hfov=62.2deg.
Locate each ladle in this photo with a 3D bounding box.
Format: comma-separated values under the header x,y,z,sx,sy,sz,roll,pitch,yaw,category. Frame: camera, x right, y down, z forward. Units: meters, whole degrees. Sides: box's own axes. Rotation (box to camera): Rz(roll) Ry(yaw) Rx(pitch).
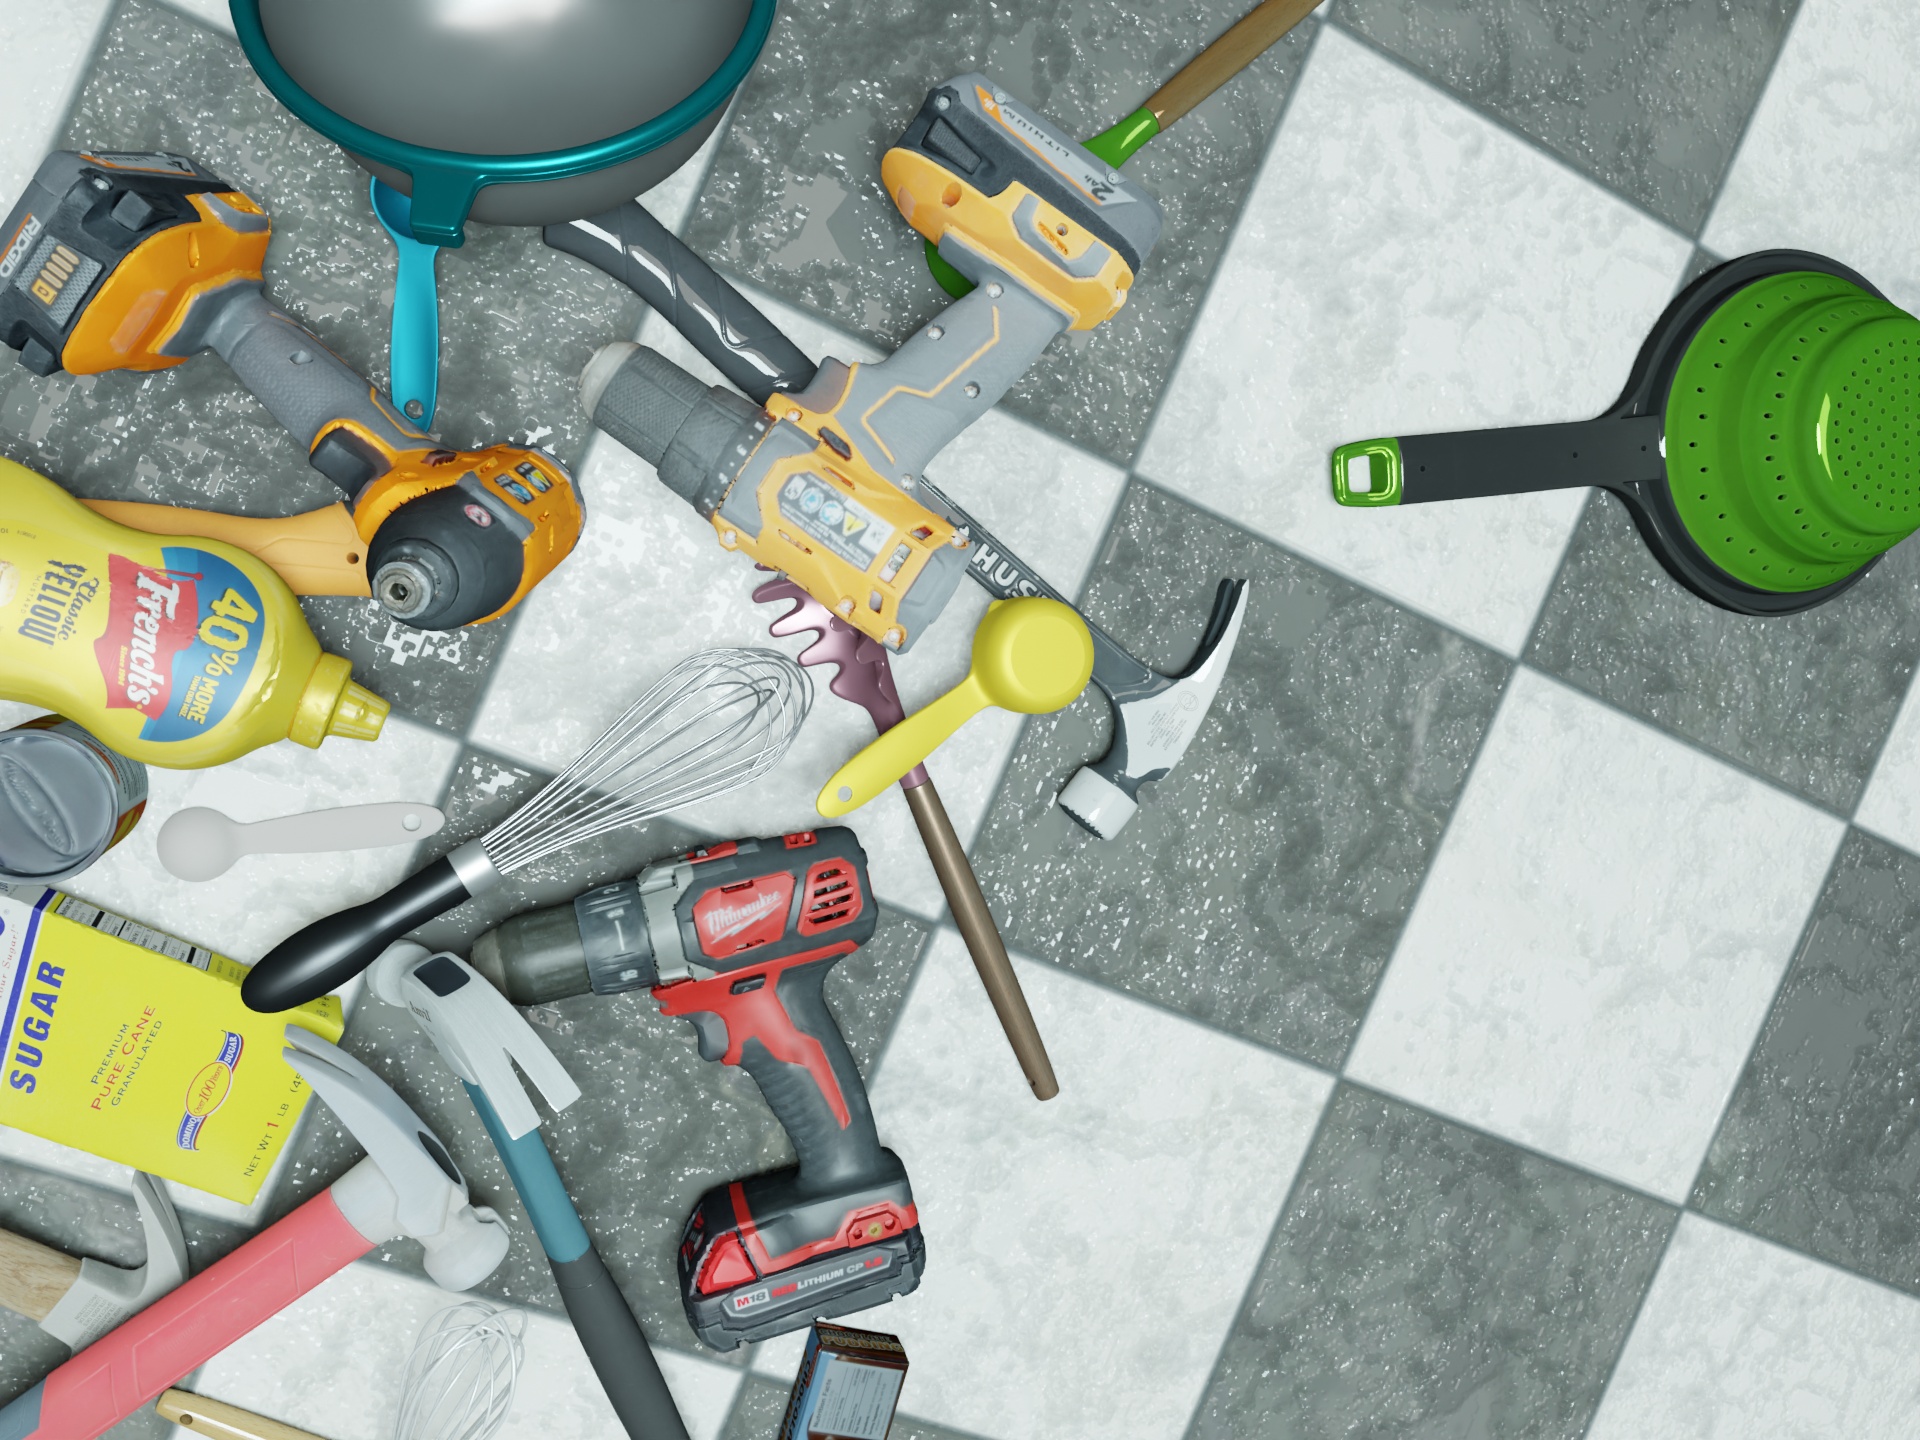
x,y,z,sx,sy,sz,roll,pitch,yaw,category
-0.239,0.390,0.776,0.315,0.031,0.069,29,93,-14,ladle

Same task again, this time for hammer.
x,y,z,sx,sy,sz,roll,pitch,yaw,category
-0.396,0.288,0.676,0.386,0.038,0.143,-34,114,-7,hammer
-0.179,0.256,0.744,0.033,0.128,0.330,-31,113,-33,hammer
-0.418,-0.074,0.670,0.336,0.034,0.127,3,95,-15,hammer
-0.030,-0.121,0.764,0.408,0.036,0.149,40,85,-15,hammer
-0.476,0.186,0.654,0.331,0.031,0.130,40,87,-27,hammer

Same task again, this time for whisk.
x,y,z,sx,sy,sz,roll,pitch,yaw,category
-0.261,0.362,0.732,0.058,0.059,0.246,38,109,24,whisk
-0.190,0.049,0.717,0.284,0.070,0.070,-32,103,-15,whisk

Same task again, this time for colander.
x,y,z,sx,sy,sz,roll,pitch,yaw,category
0.393,-0.146,0.838,0.397,0.094,0.204,-7,98,-14,colander

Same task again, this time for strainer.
x,y,z,sx,sy,sz,roll,pitch,yaw,category
-0.132,-0.314,0.683,0.340,0.095,0.211,-35,74,-20,strainer

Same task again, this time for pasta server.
x,y,z,sx,sy,sz,roll,pitch,yaw,category
-0.018,0.058,0.787,0.040,0.060,0.316,-32,108,-31,pasta server

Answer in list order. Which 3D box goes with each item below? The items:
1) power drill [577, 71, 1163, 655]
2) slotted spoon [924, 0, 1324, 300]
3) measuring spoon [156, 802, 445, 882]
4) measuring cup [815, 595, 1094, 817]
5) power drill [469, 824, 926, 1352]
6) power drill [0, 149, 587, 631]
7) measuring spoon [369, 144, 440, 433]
x,y,z,sx,sy,sz,roll,pitch,yaw,category
-0.040,-0.168,0.700,0.185,0.084,0.226,33,86,-5,power drill
0.111,-0.313,0.782,0.314,0.031,0.070,-41,99,-8,slotted spoon
-0.300,0.052,0.724,0.124,0.018,0.034,-6,98,-14,measuring spoon
-0.001,-0.002,0.740,0.156,0.029,0.062,-37,105,-17,measuring cup
-0.118,0.173,0.757,0.188,0.080,0.226,-13,97,-13,power drill
-0.264,-0.123,0.636,0.226,0.164,0.084,39,105,-12,power drill
-0.242,-0.190,0.714,0.042,0.021,0.128,5,104,-6,measuring spoon
